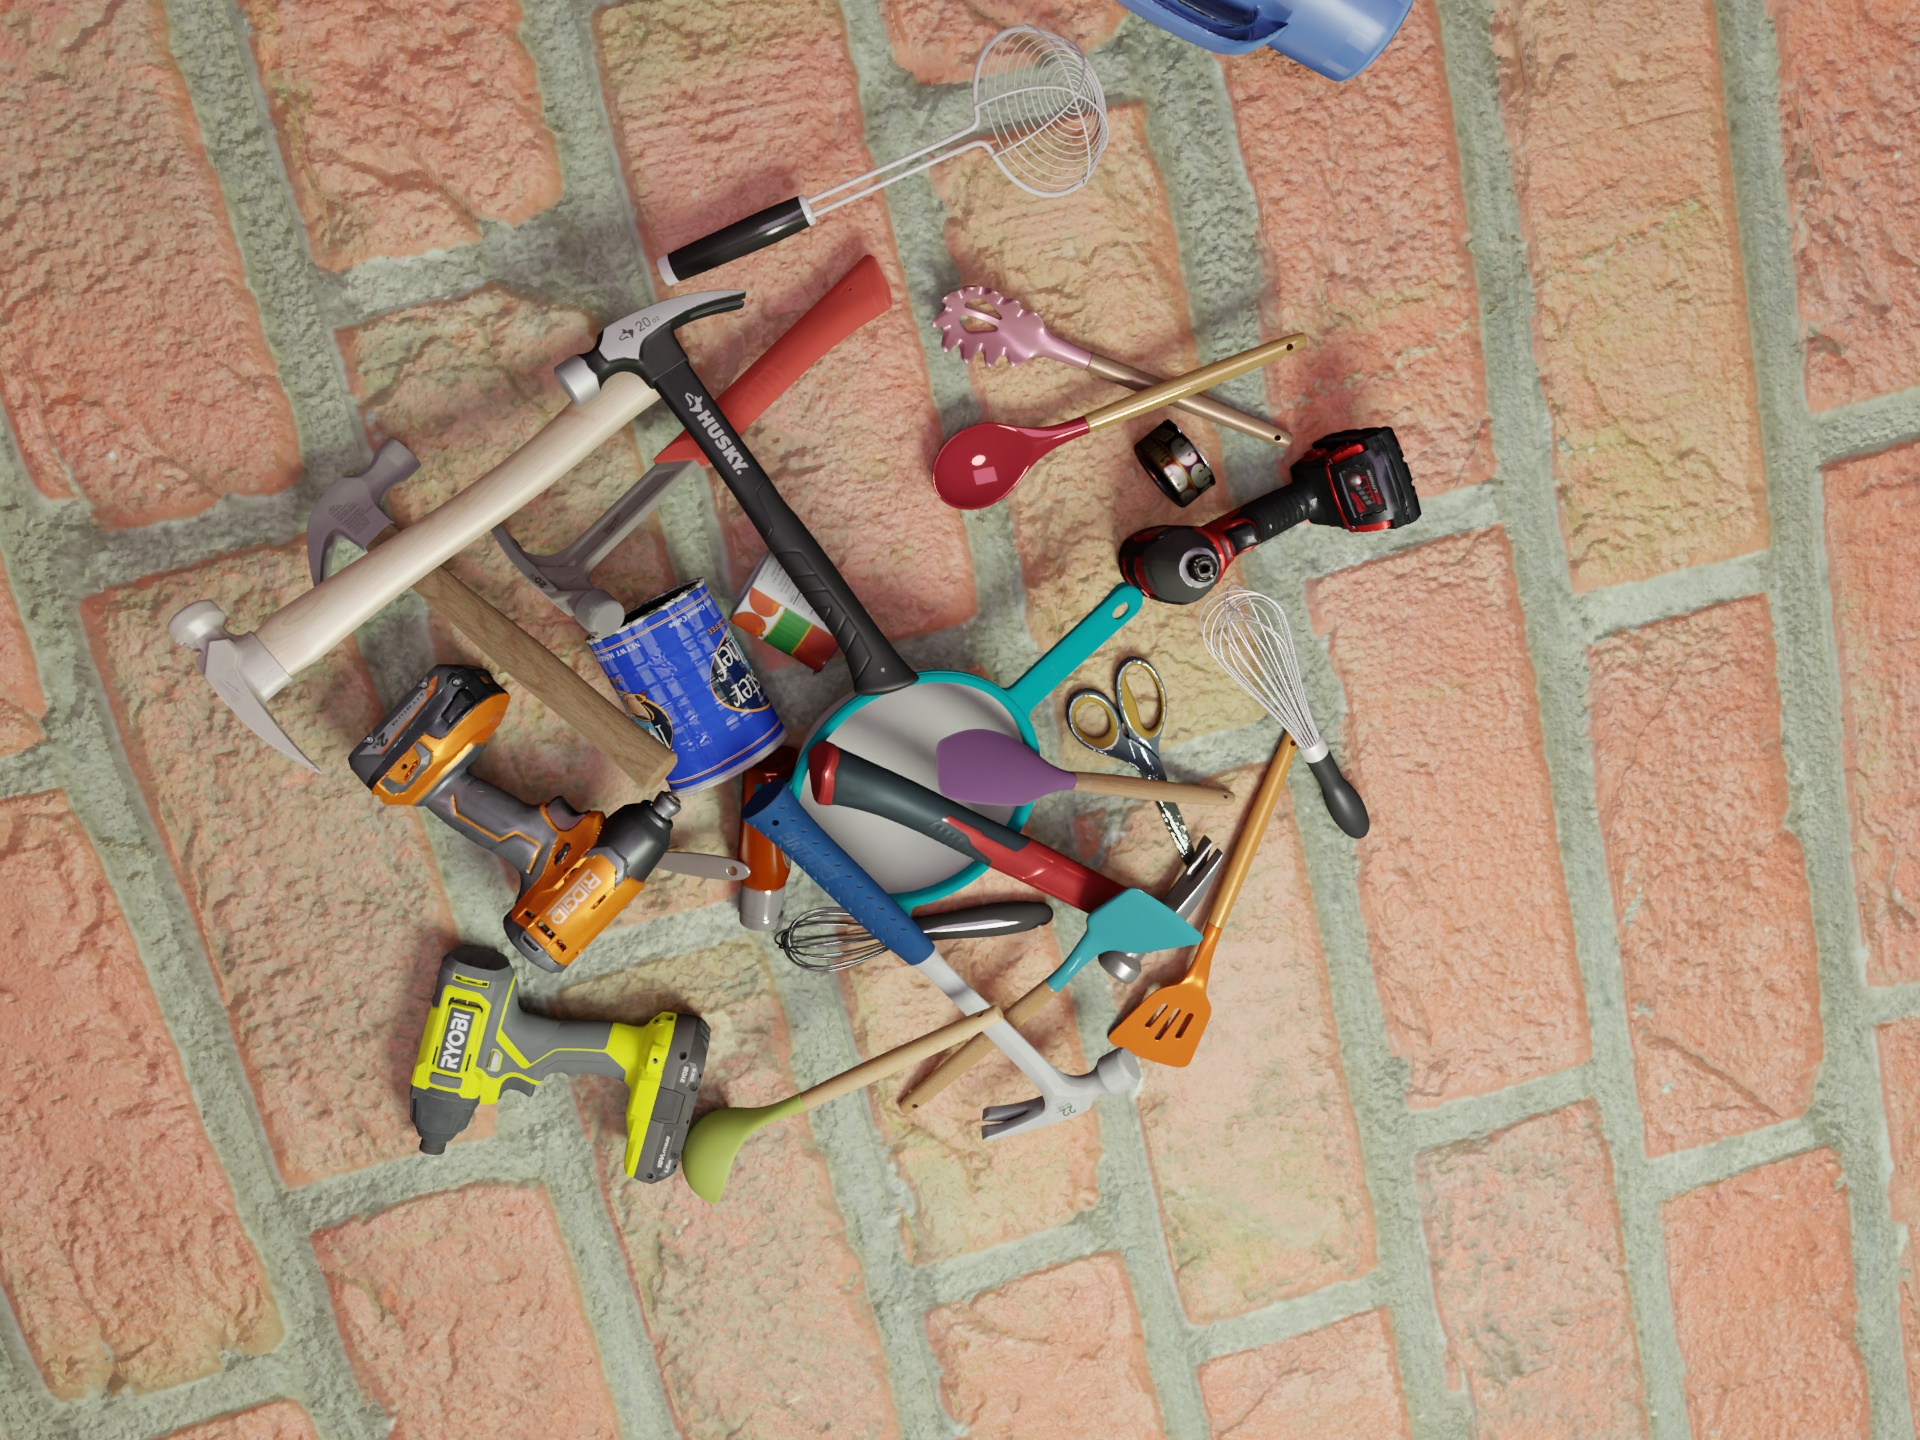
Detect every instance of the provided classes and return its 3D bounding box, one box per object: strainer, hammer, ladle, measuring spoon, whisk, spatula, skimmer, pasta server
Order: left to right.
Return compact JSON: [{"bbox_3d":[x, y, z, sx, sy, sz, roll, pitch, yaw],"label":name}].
[{"bbox_3d":[-0.358,-0.139,1.158,0.410,0.038,0.146,-41,84,-14],"label":"hammer"},{"bbox_3d":[-0.346,-0.062,1.174,0.331,0.031,0.130,40,76,5],"label":"hammer"},{"bbox_3d":[-0.229,0.117,1.280,0.124,0.018,0.034,5,108,15],"label":"measuring spoon"},{"bbox_3d":[-0.193,-0.226,1.212,0.359,0.149,0.036,-46,149,-7],"label":"hammer"},{"bbox_3d":[-0.137,-0.158,1.156,0.146,0.035,0.335,-36,92,-12],"label":"hammer"},{"bbox_3d":[-0.097,0.305,1.287,0.320,0.078,0.062,-28,120,18],"label":"ladle"},{"bbox_3d":[-0.059,-0.415,1.220,0.363,0.090,0.127,-22,106,6],"label":"skimmer"},{"bbox_3d":[-0.037,0.173,1.333,0.239,0.055,0.055,-5,102,-12],"label":"whisk"},{"bbox_3d":[-0.028,0.195,1.254,0.144,0.035,0.405,-32,118,20],"label":"hammer"},{"bbox_3d":[-0.002,-0.004,1.271,0.340,0.095,0.210,-42,126,-1],"label":"strainer"},{"bbox_3d":[0.045,0.091,1.262,0.386,0.038,0.143,29,103,-34],"label":"hammer"},{"bbox_3d":[0.058,0.241,1.317,0.082,0.044,0.317,37,113,-24],"label":"spatula"},{"bbox_3d":[0.108,0.048,1.278,0.315,0.018,0.060,8,70,-36],"label":"spatula"},{"bbox_3d":[0.125,-0.246,1.263,0.315,0.031,0.069,-21,121,4],"label":"ladle"},{"bbox_3d":[0.127,-0.276,1.273,0.316,0.040,0.060,18,118,-14],"label":"pasta server"},{"bbox_3d":[0.227,0.153,1.384,0.081,0.041,0.322,21,93,-13],"label":"spatula"},{"bbox_3d":[0.281,-0.001,1.324,0.070,0.070,0.284,-36,119,-1],"label":"whisk"}]

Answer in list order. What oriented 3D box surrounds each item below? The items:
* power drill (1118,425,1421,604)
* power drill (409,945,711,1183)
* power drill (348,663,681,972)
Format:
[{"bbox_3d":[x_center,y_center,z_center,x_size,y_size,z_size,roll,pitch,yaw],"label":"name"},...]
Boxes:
[{"bbox_3d":[0.242,-0.156,1.263,0.219,0.143,0.078,-24,101,-6],"label":"power drill"},{"bbox_3d":[-0.329,0.292,1.296,0.223,0.080,0.171,15,98,-8],"label":"power drill"},{"bbox_3d":[-0.333,0.060,1.220,0.226,0.084,0.164,45,92,0],"label":"power drill"}]
